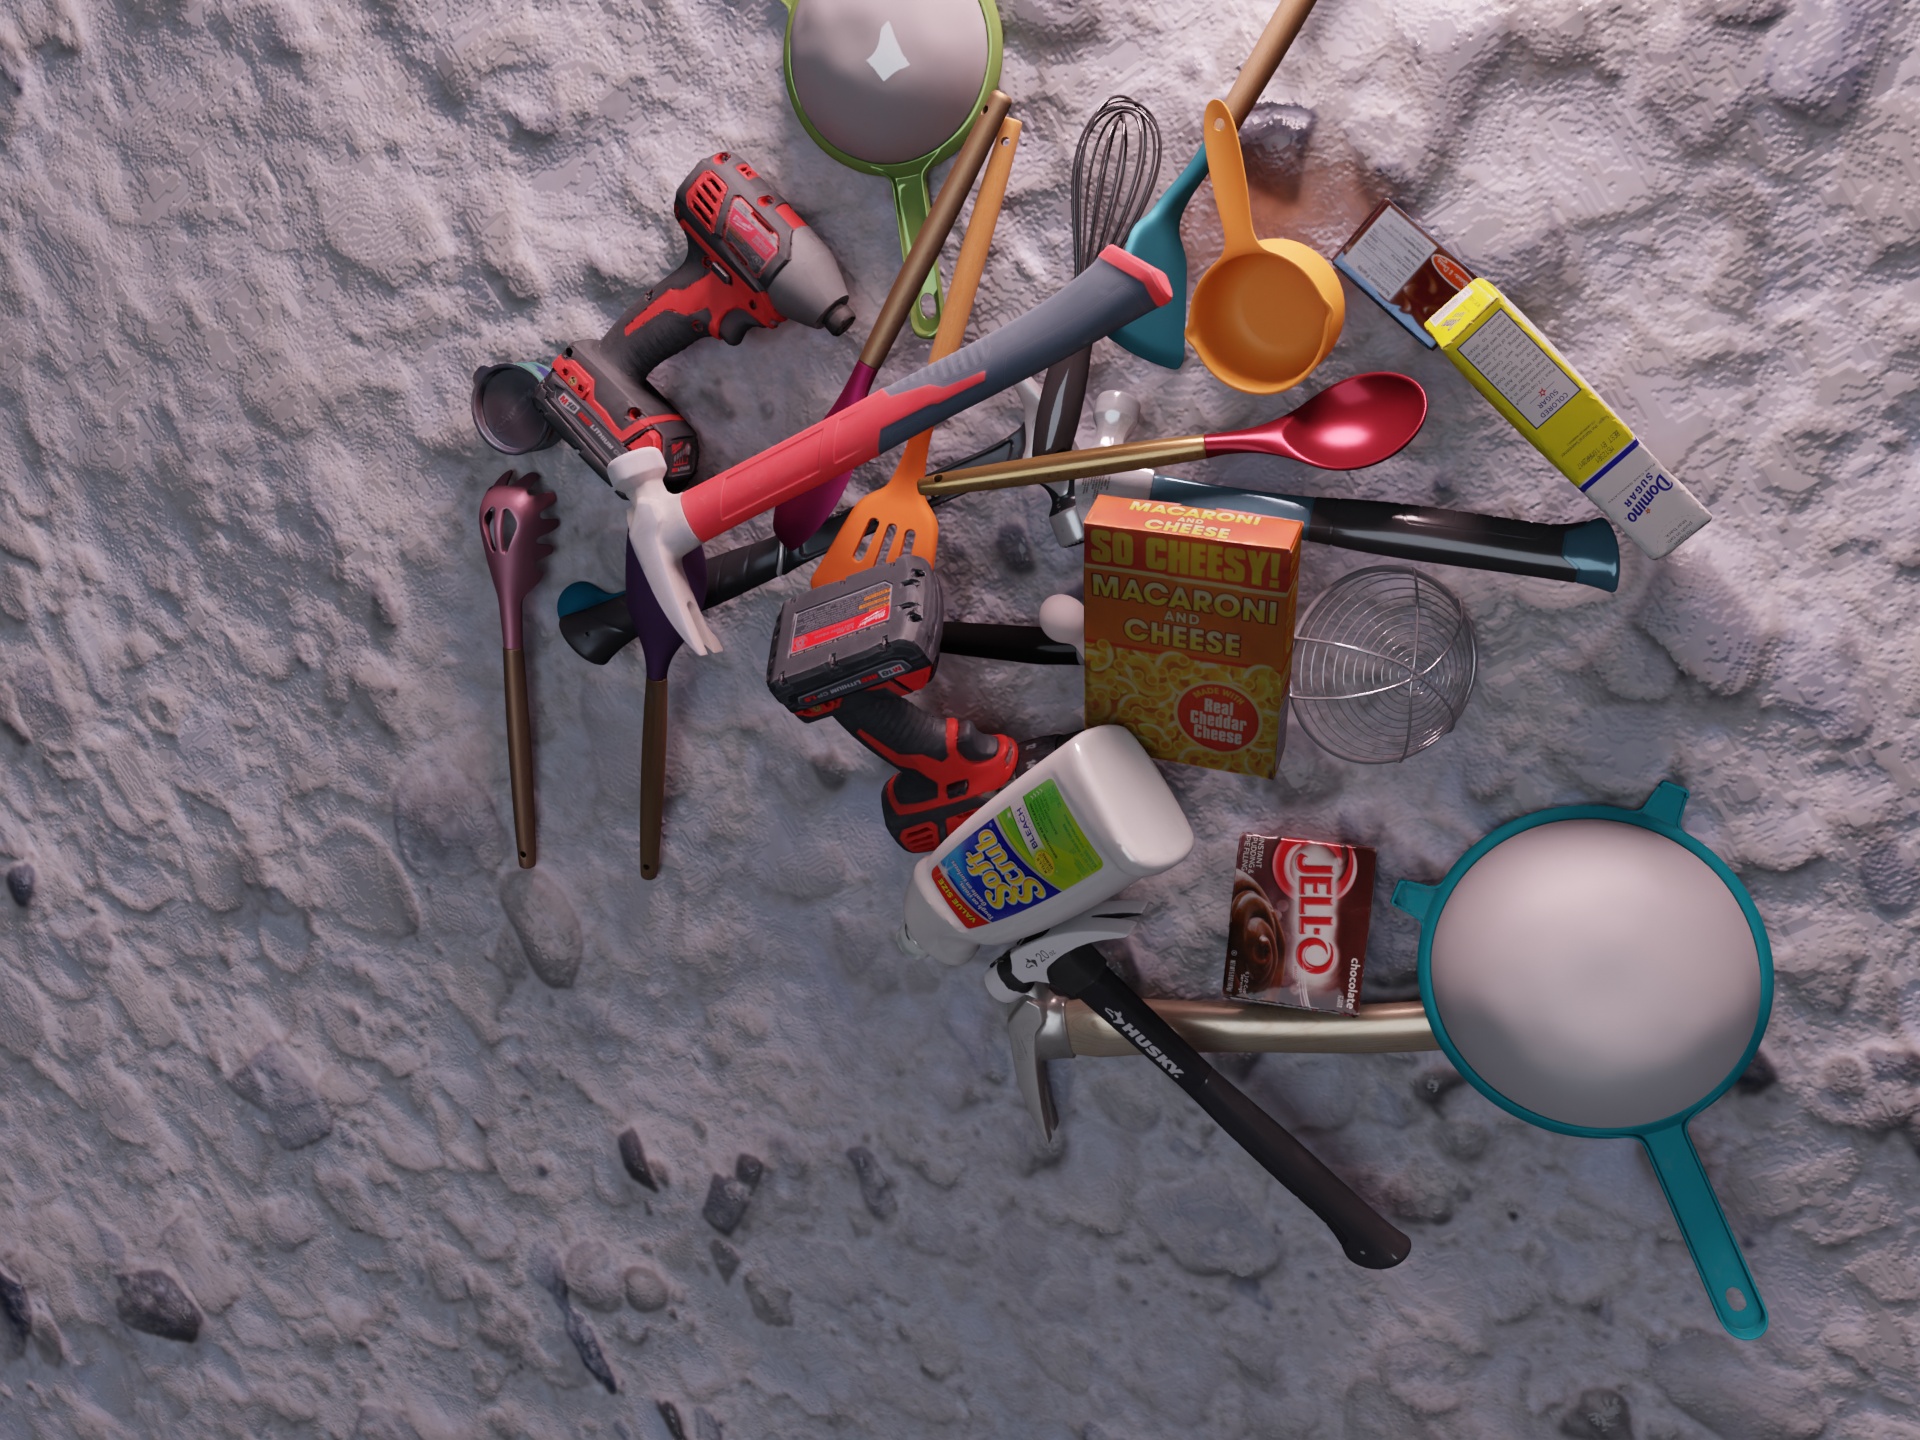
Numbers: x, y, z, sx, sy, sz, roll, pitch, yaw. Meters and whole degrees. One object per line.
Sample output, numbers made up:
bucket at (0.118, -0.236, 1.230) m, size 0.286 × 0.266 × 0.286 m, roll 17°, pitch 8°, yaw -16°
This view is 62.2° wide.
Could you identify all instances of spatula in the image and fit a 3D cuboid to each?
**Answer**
spatula at (0.177, -0.368, 0.953) m, size 0.044 × 0.082 × 0.317 m, roll 45°, pitch 113°, yaw 38°
spatula at (-0.221, -0.010, 1.163) m, size 0.060 × 0.018 × 0.315 m, roll 13°, pitch 122°, yaw 4°
spatula at (-0.015, -0.223, 1.023) m, size 0.081 × 0.041 × 0.322 m, roll 18°, pitch 105°, yaw 4°

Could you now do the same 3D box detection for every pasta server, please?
pasta server at (-0.340, -0.033, 1.231) m, size 0.060 × 0.040 × 0.316 m, roll 8°, pitch 111°, yaw 16°

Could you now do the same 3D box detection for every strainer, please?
strainer at (0.411, 0.217, 0.962) m, size 0.211 × 0.095 × 0.340 m, roll -24°, pitch 81°, yaw 15°
strainer at (-0.046, -0.373, 1.014) m, size 0.151 × 0.069 × 0.256 m, roll -5°, pitch 101°, yaw 20°

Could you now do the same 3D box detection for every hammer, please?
hammer at (0.229, -0.123, 0.973) m, size 0.331 × 0.033 × 0.128 m, roll 10°, pitch 76°, yaw 17°
hammer at (0.233, 0.221, 1.100) m, size 0.410 × 0.038 × 0.146 m, roll -5°, pitch 104°, yaw 19°
hammer at (-0.042, -0.173, 0.994) m, size 0.386 × 0.038 × 0.143 m, roll -23°, pitch 90°, yaw 22°
hammer at (-0.110, -0.128, 1.112) m, size 0.409 × 0.036 × 0.149 m, roll -20°, pitch 96°, yaw 20°
hammer at (0.176, 0.251, 1.073) m, size 0.334 × 0.035 × 0.146 m, roll 43°, pitch 137°, yaw -3°

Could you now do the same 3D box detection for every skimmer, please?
skimmer at (0.150, -0.046, 1.059) m, size 0.363 × 0.090 × 0.127 m, roll 6°, pitch 102°, yaw 28°

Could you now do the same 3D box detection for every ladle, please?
ladle at (0.125, -0.165, 0.982) m, size 0.315 × 0.031 × 0.069 m, roll -6°, pitch 59°, yaw 14°

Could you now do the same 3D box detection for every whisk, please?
whisk at (0.080, -0.269, 1.001) m, size 0.055 × 0.055 × 0.239 m, roll 16°, pitch 103°, yaw 14°

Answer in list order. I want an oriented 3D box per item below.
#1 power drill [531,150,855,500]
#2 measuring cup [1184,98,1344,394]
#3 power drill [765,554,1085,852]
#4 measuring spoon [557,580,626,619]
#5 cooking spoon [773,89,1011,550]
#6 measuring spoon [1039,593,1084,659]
power drill at (-0.178, -0.260, 1.089) m, size 0.143 × 0.078 × 0.219 m, roll 45°, pitch 110°, yaw 2°
measuring cup at (0.179, -0.286, 0.956) m, size 0.095 × 0.052 × 0.173 m, roll -2°, pitch 113°, yaw 34°
power drill at (-0.002, -0.003, 1.050) m, size 0.188 × 0.080 × 0.226 m, roll -18°, pitch 135°, yaw 22°
measuring spoon at (-0.249, -0.088, 1.185) m, size 0.128 × 0.021 × 0.042 m, roll -7°, pitch 102°, yaw 22°
cooking spoon at (-0.048, -0.252, 1.023) m, size 0.319 × 0.017 × 0.069 m, roll -60°, pitch 42°, yaw 18°
measuring spoon at (0.092, -0.028, 1.033) m, size 0.034 × 0.018 × 0.124 m, roll -29°, pitch 104°, yaw 42°
